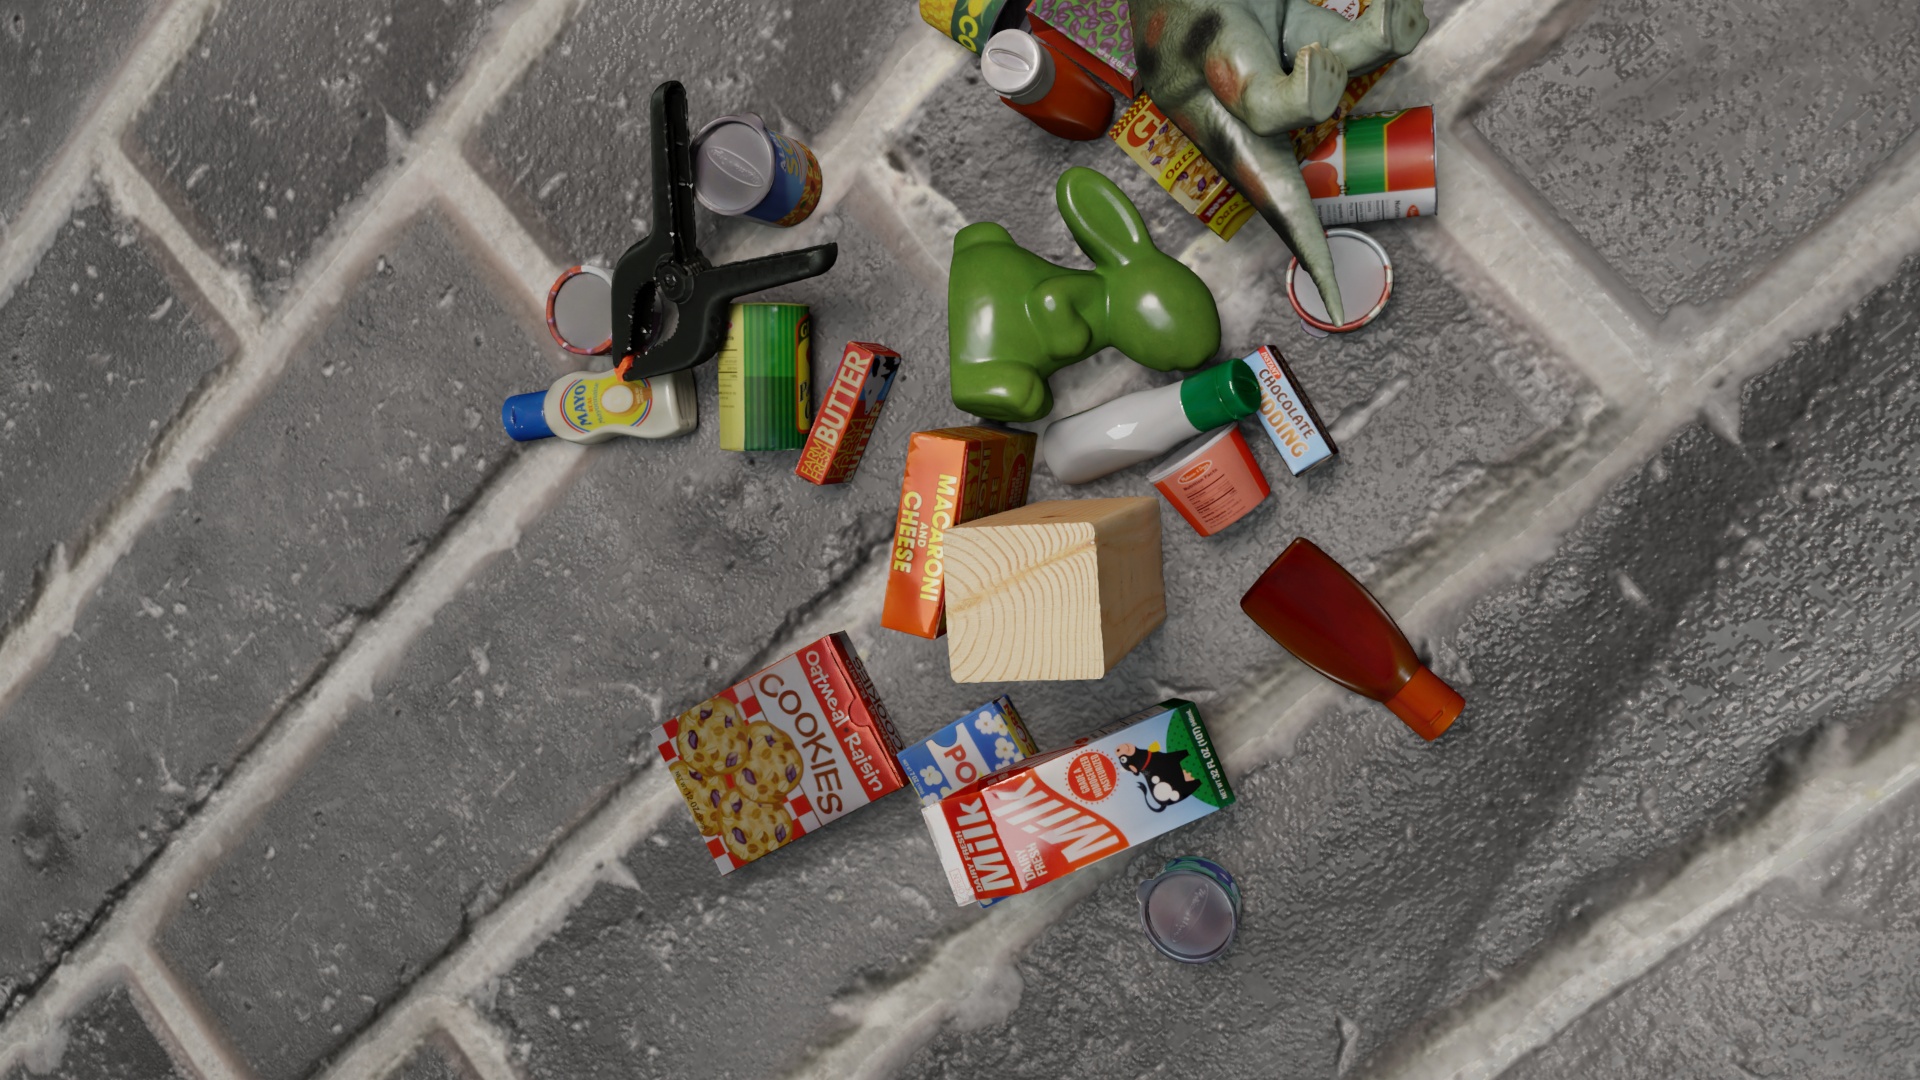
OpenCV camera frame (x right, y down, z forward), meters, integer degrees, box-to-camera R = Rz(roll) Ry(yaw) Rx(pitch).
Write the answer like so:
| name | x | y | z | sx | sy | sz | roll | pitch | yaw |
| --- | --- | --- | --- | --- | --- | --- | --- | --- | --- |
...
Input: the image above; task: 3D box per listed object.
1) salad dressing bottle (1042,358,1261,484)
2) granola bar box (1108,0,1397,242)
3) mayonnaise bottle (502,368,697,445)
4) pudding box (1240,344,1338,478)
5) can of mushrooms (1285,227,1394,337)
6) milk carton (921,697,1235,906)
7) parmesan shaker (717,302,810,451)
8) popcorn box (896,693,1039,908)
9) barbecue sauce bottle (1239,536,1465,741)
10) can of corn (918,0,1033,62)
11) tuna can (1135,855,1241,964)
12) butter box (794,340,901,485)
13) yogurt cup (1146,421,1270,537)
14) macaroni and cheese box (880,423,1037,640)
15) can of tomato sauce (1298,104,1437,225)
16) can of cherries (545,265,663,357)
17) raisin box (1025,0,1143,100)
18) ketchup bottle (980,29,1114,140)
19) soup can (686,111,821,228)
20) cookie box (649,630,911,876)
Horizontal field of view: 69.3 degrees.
| name | x | y | z | sx | sy | sz | roll | pitch | yaw |
| --- | --- | --- | --- | --- | --- | --- | --- | --- | --- |
| salad dressing bottle | 0.122 | -0.077 | 0.898 | 0.147 | 0.064 | 0.044 | -19 | 74 | 39 |
| granola bar box | 0.183 | -0.281 | 0.855 | 0.165 | 0.039 | 0.125 | -47 | 42 | 16 |
| mayonnaise bottle | -0.273 | -0.101 | 1.049 | 0.148 | 0.041 | 0.064 | -7 | 91 | 17 |
| pudding box | 0.209 | -0.084 | 0.894 | 0.030 | 0.050 | 0.084 | -31 | 85 | 20 |
| can of mushrooms | 0.241 | -0.163 | 0.885 | 0.071 | 0.033 | 0.071 | 2 | 96 | 17 |
| milk carton | 0.074 | 0.173 | 0.915 | 0.191 | 0.073 | 0.072 | -22 | 86 | -3 |
| parmesan shaker | -0.141 | -0.117 | 0.995 | 0.071 | 0.071 | 0.103 | 2 | 97 | 17 |
| popcorn box | 0.024 | 0.184 | 0.984 | 0.085 | 0.038 | 0.126 | -31 | 86 | 19 |
| barbecue sauce bottle | 0.256 | 0.067 | 0.897 | 0.148 | 0.044 | 0.064 | 42 | 106 | 9 |
| can of corn | 0.013 | -0.357 | 0.920 | 0.058 | 0.071 | 0.071 | 36 | 105 | 12 |
| tuna can | 0.156 | 0.251 | 0.951 | 0.071 | 0.033 | 0.071 | 2 | 96 | 17 |
| butter box | -0.079 | -0.089 | 0.982 | 0.024 | 0.053 | 0.103 | 27 | 103 | 15 |
| yogurt cup | 0.165 | -0.039 | 0.906 | 0.072 | 0.072 | 0.054 | -34 | 93 | 18 |
| macaroni and cheese box | 0.003 | -0.011 | 0.904 | 0.040 | 0.167 | 0.123 | 12 | 99 | 15 |
| can of tomato sauce | 0.250 | -0.232 | 0.859 | 0.083 | 0.071 | 0.071 | -2 | 95 | 18 |
| can of cherries | -0.265 | -0.167 | 1.031 | 0.071 | 0.058 | 0.071 | 2 | 96 | 17 |
| raisin box | 0.113 | -0.361 | 0.891 | 0.086 | 0.040 | 0.123 | 38 | 92 | 11 |
| ketchup bottle | 0.052 | -0.285 | 0.872 | 0.065 | 0.149 | 0.043 | 24 | 104 | 14 |
| soup can | -0.141 | -0.258 | 0.970 | 0.071 | 0.084 | 0.071 | 2 | 96 | 17 |
| cookie box | -0.132 | 0.158 | 1.029 | 0.167 | 0.040 | 0.123 | -29 | 86 | 18 |
